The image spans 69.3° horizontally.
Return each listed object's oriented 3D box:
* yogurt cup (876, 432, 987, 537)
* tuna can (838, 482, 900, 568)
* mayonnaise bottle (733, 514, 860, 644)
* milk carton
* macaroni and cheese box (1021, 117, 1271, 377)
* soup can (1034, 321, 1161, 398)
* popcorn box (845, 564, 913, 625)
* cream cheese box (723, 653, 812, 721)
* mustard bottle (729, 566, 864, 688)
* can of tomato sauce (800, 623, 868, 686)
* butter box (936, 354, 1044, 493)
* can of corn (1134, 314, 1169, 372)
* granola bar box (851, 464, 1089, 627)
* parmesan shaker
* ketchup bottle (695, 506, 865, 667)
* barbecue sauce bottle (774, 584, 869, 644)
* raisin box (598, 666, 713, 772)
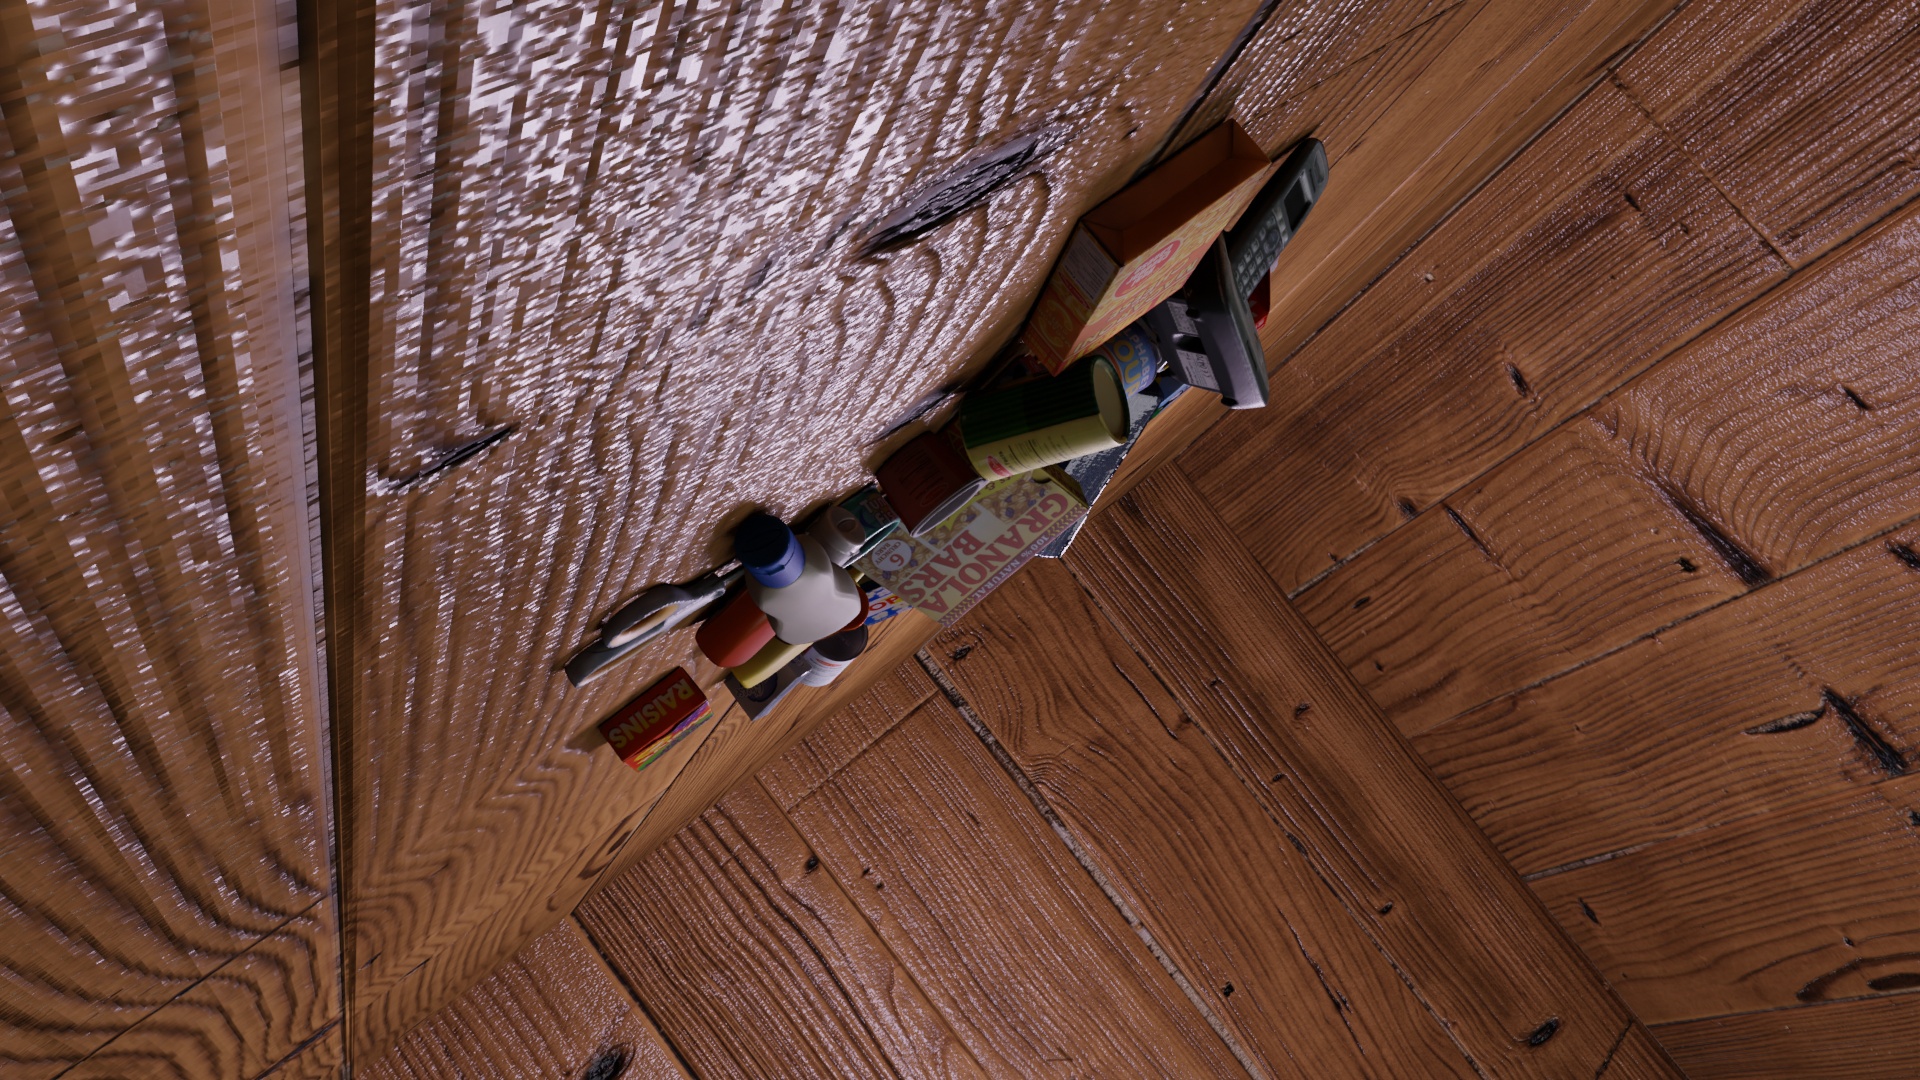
[{"bbox_3d":[-0.025,-0.043,1.024,0.072,0.054,0.072,-38,174,-4],"label":"yogurt cup"},{"bbox_3d":[-0.079,-0.010,1.053,0.071,0.033,0.071,-38,175,-4],"label":"tuna can"},{"bbox_3d":[-0.110,0.025,0.915,0.065,0.041,0.147,-26,158,-1],"label":"mayonnaise bottle"},{"bbox_3d":[0.217,-0.195,1.279,0.190,0.073,0.072,-40,174,6],"label":"milk carton"},{"bbox_3d":[0.111,-0.180,0.875,0.124,0.040,0.166,-36,174,-17],"label":"macaroni and cheese box"},{"bbox_3d":[0.104,-0.130,1.079,0.084,0.071,0.071,-35,173,-33],"label":"soup can"},{"bbox_3d":[-0.049,0.030,1.269,0.126,0.038,0.085,-23,157,9],"label":"popcorn box"},{"bbox_3d":[-0.192,0.134,1.380,0.024,0.053,0.103,-30,170,-47],"label":"cream cheese box"},{"bbox_3d":[-0.134,0.063,1.200,0.160,0.049,0.065,-38,176,-12],"label":"mustard bottle"},{"bbox_3d":[-0.140,0.106,1.439,0.071,0.071,0.082,-35,174,-34],"label":"can of tomato sauce"},{"bbox_3d":[0.030,-0.086,1.039,0.103,0.053,0.024,-41,177,27],"label":"butter box"},{"bbox_3d":[0.173,-0.184,1.154,0.071,0.058,0.071,-38,175,-4],"label":"can of corn"},{"bbox_3d":[0.004,-0.014,1.136,0.165,0.124,0.039,-41,-142,18],"label":"granola bar box"},{"bbox_3d":[0.061,-0.085,0.975,0.103,0.071,0.071,-14,-174,26],"label":"parmesan shaker"},{"bbox_3d":[-0.129,0.034,1.020,0.148,0.043,0.065,-42,176,26],"label":"ketchup bottle"},{"bbox_3d":[-0.111,0.053,1.095,0.065,0.043,0.148,-51,-166,-16],"label":"barbecue sauce bottle"},{"bbox_3d":[-0.259,0.156,1.194,0.086,0.040,0.123,-37,173,-14],"label":"raisin box"}]
